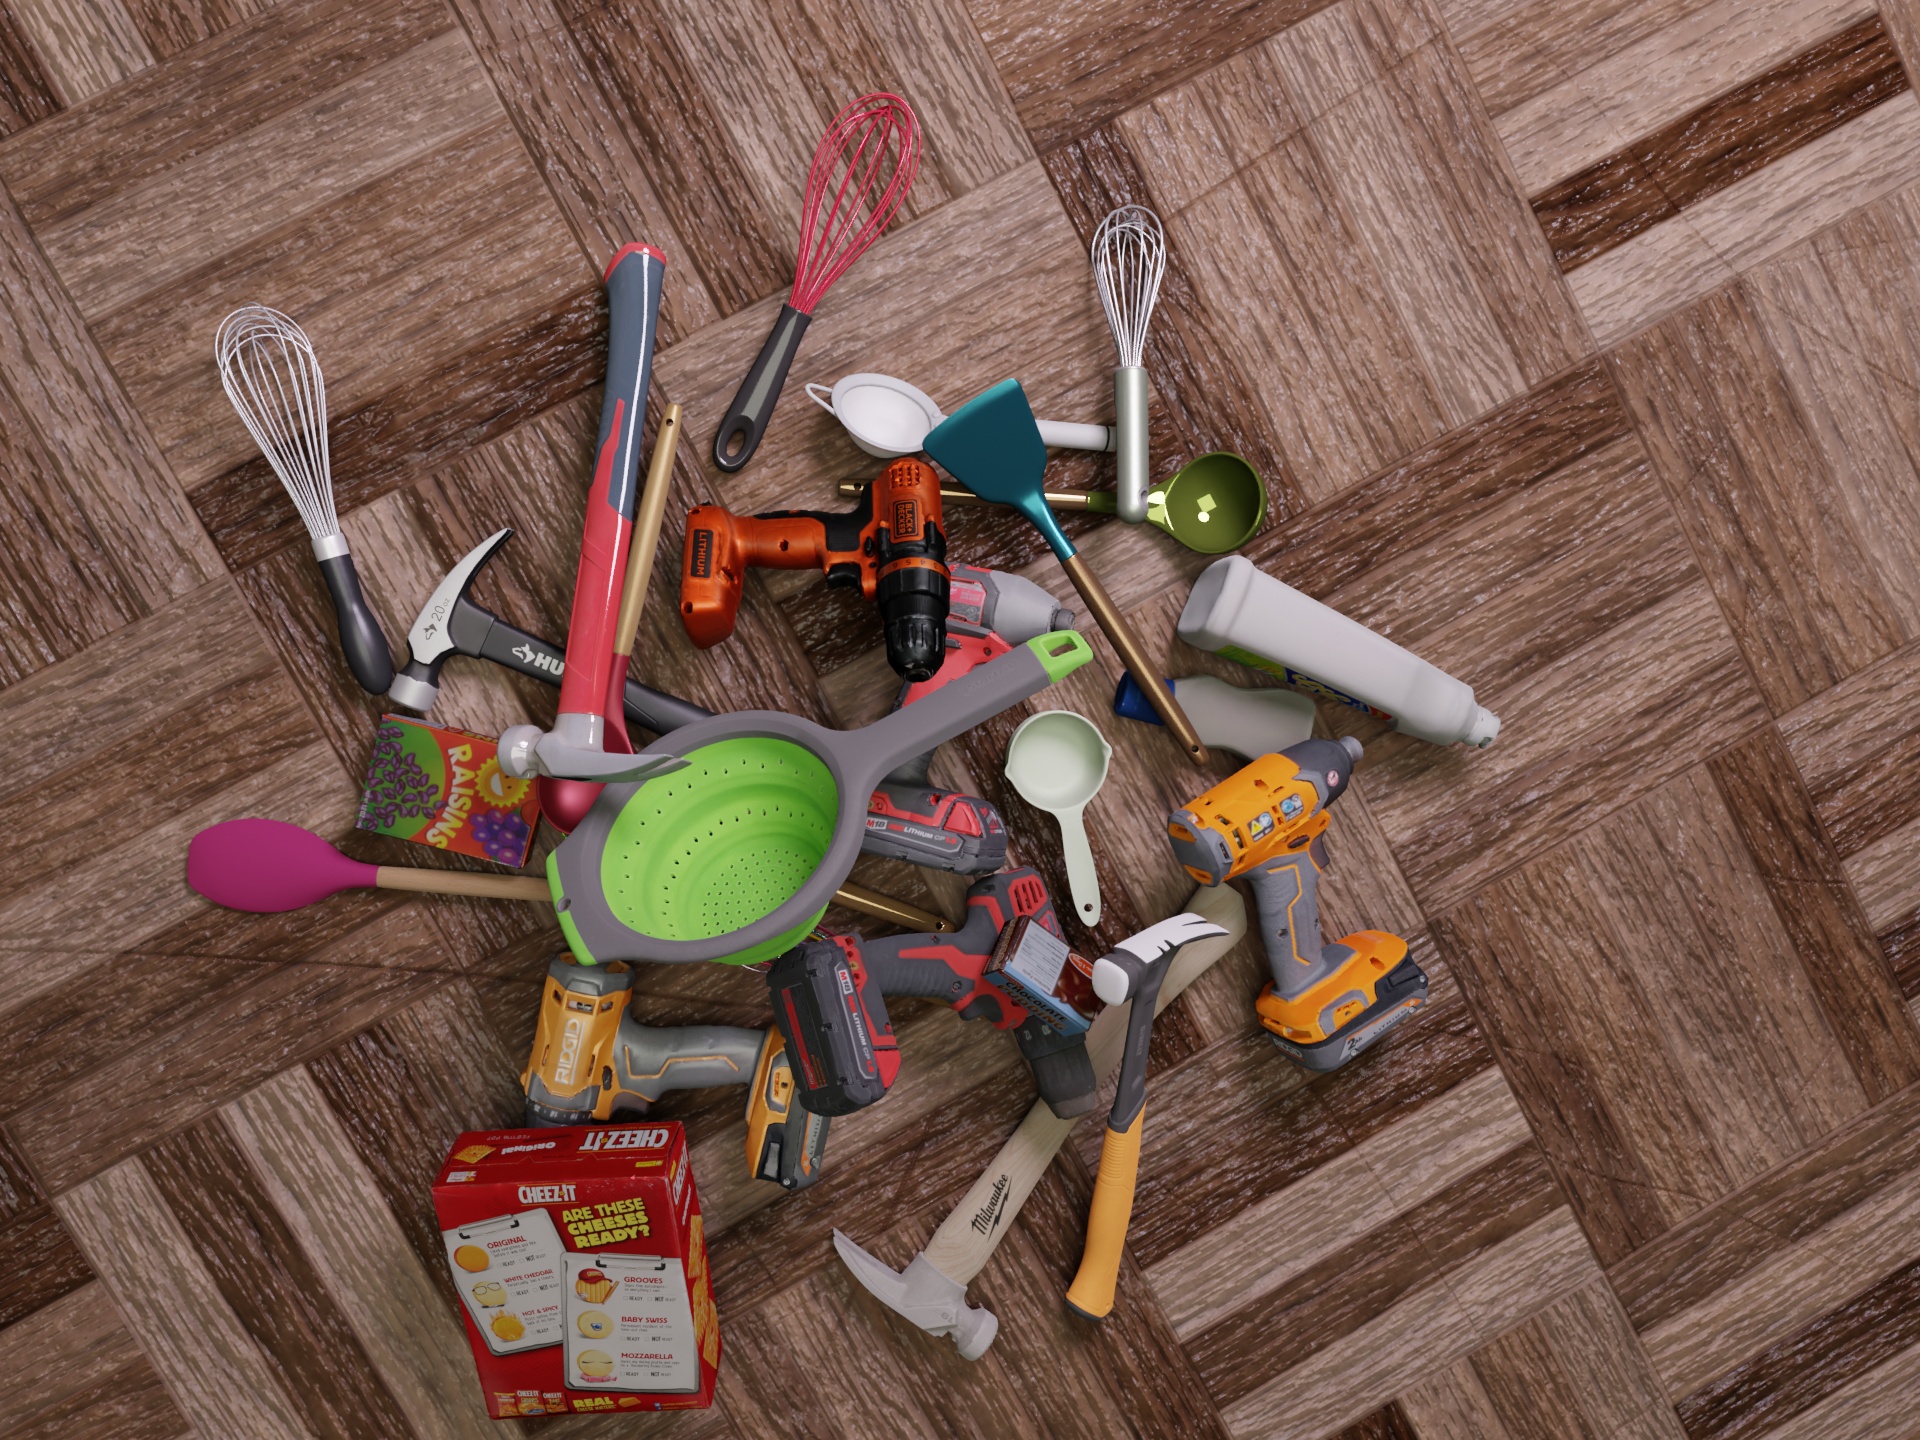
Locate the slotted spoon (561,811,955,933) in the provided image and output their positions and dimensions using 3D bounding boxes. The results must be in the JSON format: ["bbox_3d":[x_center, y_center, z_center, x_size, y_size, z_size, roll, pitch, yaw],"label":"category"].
[{"bbox_3d":[-0.150,0.109,1.188,0.313,0.031,0.070,20,76,-10],"label":"slotted spoon"}]

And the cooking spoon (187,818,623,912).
[{"bbox_3d":[-0.399,0.116,1.161,0.319,0.017,0.069,5,93,-7],"label":"cooking spoon"}]

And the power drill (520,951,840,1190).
[{"bbox_3d":[-0.209,0.281,1.167,0.226,0.084,0.185,13,94,-4],"label":"power drill"}]

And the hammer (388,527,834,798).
[{"bbox_3d":[-0.233,-0.017,1.167,0.334,0.035,0.146,24,91,-8],"label":"hammer"}]

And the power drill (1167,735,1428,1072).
[{"bbox_3d":[0.265,0.128,1.192,0.164,0.084,0.226,-31,106,-17],"label":"power drill"}]

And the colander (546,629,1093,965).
[{"bbox_3d":[-0.080,0.060,1.093,0.397,0.205,0.094,-28,137,-5],"label":"colander"}]

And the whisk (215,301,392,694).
[{"bbox_3d":[-0.455,-0.154,1.123,0.070,0.070,0.284,-17,100,-6],"label":"whisk"}]

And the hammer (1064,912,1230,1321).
[{"bbox_3d":[0.124,0.303,1.178,0.127,0.034,0.336,-18,123,-45],"label":"hammer"}]

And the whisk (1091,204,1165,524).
[{"bbox_3d":[0.124,-0.264,1.171,0.059,0.057,0.246,-6,79,30],"label":"whisk"}]

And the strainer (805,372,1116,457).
[{"bbox_3d":[0.010,-0.216,1.183,0.258,0.050,0.087,3,49,-12],"label":"strainer"}]

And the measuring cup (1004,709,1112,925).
[{"bbox_3d":[0.080,0.073,1.210,0.083,0.038,0.167,-13,97,-6],"label":"measuring cup"}]

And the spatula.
[{"bbox_3d":[0.092,-0.096,1.159,0.082,0.044,0.317,-34,97,6],"label":"spatula"}]

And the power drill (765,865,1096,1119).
[{"bbox_3d":[-0.008,0.217,1.140,0.226,0.080,0.188,-12,80,-33],"label":"power drill"}]

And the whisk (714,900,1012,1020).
[{"bbox_3d":[-0.074,0.186,1.199,0.245,0.051,0.047,20,112,-12],"label":"whisk"}]

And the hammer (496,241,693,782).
[{"bbox_3d":[-0.231,-0.149,1.105,0.143,0.038,0.386,0,78,26],"label":"hammer"}]

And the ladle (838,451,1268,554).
[{"bbox_3d":[0.069,-0.168,1.186,0.320,0.062,0.078,3,86,-5],"label":"ladle"}]

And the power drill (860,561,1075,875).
[{"bbox_3d":[-0.002,-0.004,1.157,0.143,0.078,0.219,11,90,18],"label":"power drill"}]

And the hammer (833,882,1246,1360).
[{"bbox_3d":[0.074,0.285,1.222,0.146,0.038,0.410,37,88,-6],"label":"hammer"}]

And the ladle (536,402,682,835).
[{"bbox_3d":[-0.238,-0.073,1.131,0.069,0.031,0.315,13,87,-5],"label":"ladle"}]

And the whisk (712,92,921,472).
[{"bbox_3d":[-0.110,-0.316,1.156,0.073,0.073,0.296,25,97,-8],"label":"whisk"}]
